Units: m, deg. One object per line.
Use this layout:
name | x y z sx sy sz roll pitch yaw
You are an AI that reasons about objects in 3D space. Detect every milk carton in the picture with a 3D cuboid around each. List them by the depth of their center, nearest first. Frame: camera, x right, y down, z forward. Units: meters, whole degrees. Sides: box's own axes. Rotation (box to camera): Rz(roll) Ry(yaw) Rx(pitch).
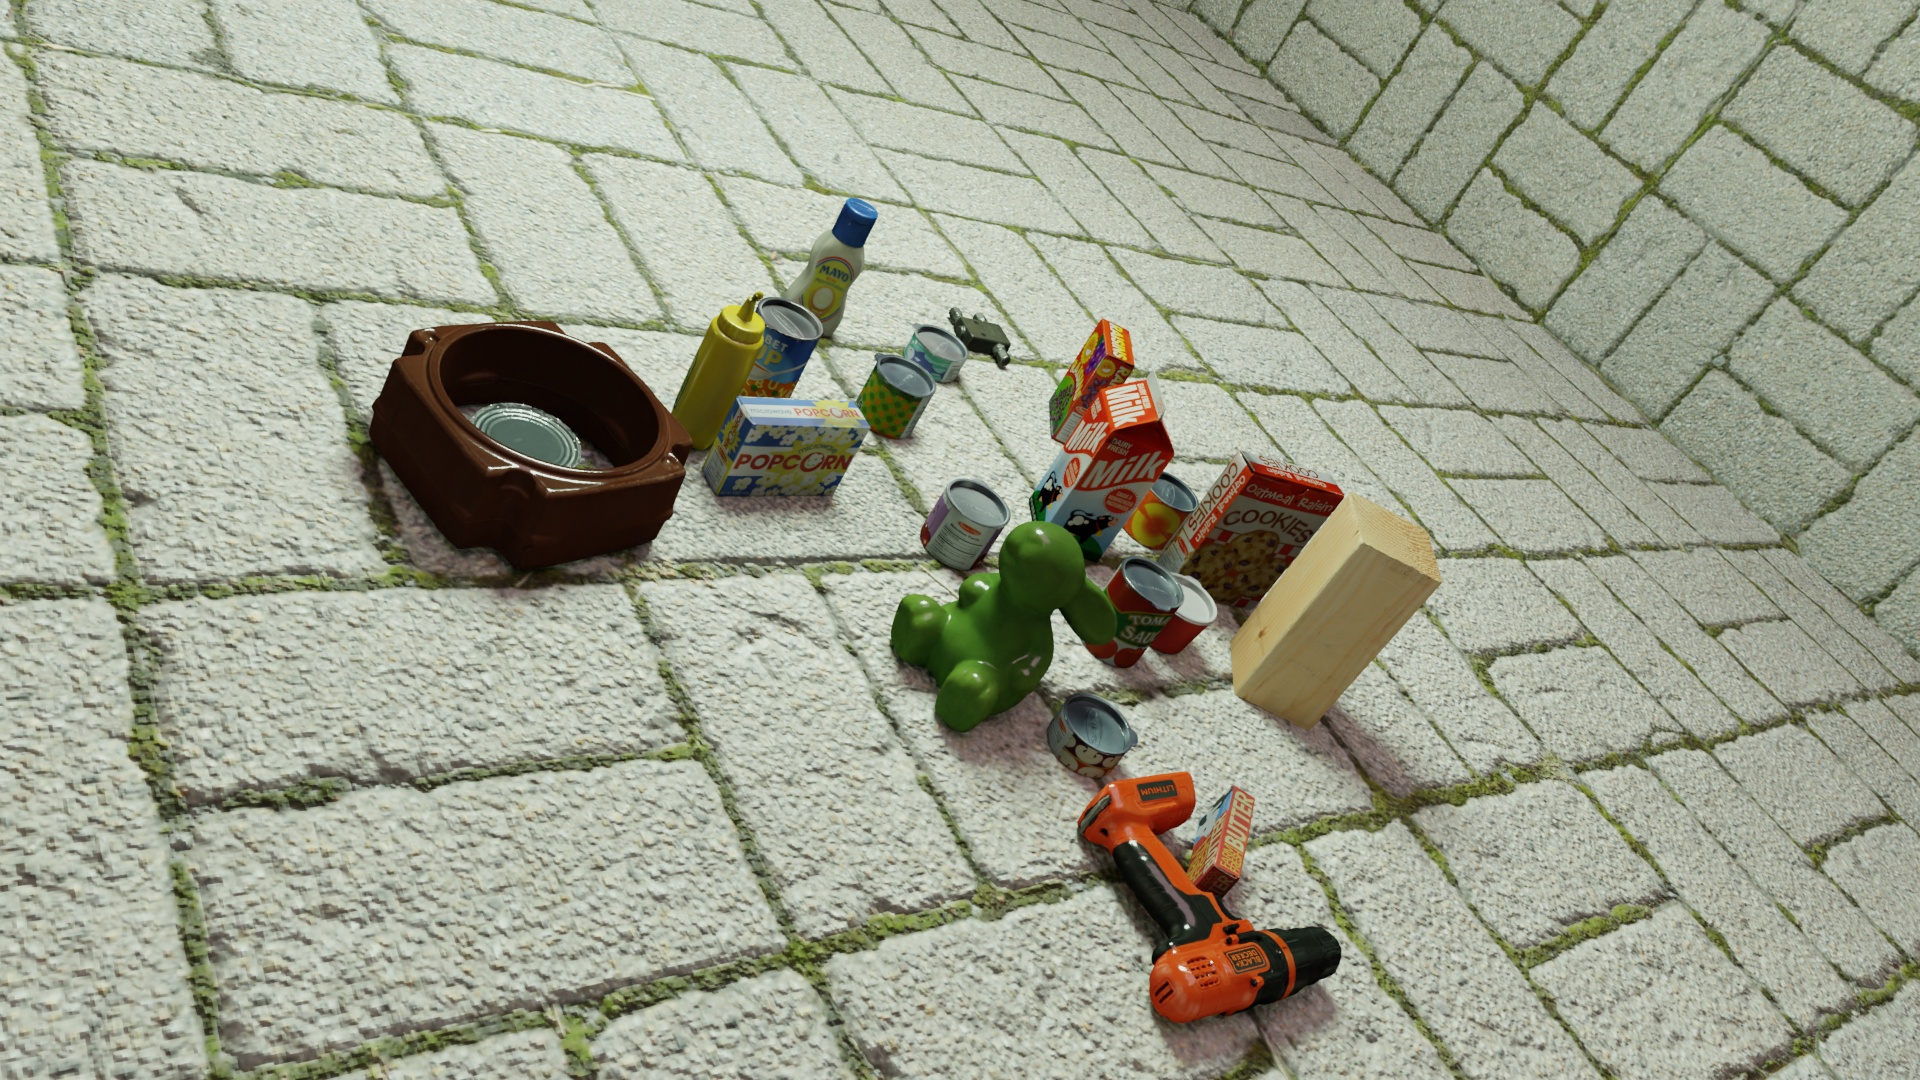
milk carton | 0.145 -0.076 1.357 0.073 0.189 0.073 19 35 -20

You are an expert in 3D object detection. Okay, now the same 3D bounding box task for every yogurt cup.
yogurt cup | 0.204 0.072 1.334 0.072 0.053 0.073 22 34 -15

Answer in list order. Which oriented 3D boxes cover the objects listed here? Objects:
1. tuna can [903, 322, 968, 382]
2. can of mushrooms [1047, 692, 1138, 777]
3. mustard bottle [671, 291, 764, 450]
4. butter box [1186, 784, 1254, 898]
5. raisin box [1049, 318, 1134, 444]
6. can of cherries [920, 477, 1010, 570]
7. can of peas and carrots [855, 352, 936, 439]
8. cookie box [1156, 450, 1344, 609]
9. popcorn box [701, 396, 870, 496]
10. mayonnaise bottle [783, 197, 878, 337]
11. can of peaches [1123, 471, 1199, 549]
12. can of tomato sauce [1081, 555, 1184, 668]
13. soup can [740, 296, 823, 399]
tuna can | -0.029 -0.208 1.533 0.071 0.032 0.071 22 34 -15
can of mushrooms | 0.109 0.163 1.154 0.071 0.033 0.071 22 34 -15
mustard bottle | -0.205 -0.154 1.198 0.049 0.159 0.066 24 33 -12
butter box | 0.205 0.246 1.105 0.024 0.053 0.104 32 32 1
raisin box | 0.146 -0.174 1.550 0.040 0.122 0.086 23 33 -14
can of cherries | 0.005 -0.016 1.283 0.071 0.058 0.072 22 34 -15
can of peas and carrots | -0.068 -0.145 1.394 0.071 0.058 0.071 22 34 -15
cookie box | 0.290 -0.007 1.407 0.123 0.166 0.040 11 38 -29
popcorn box | -0.152 -0.081 1.215 0.127 0.084 0.038 -2 46 -42
mayonnaise bottle | -0.132 -0.284 1.444 0.065 0.147 0.041 19 35 -20
can of peaches | 0.208 -0.034 1.475 0.071 0.057 0.071 22 34 -15
can of tomato sauce | 0.156 0.068 1.274 0.071 0.082 0.071 22 34 -15
soup can | -0.179 -0.179 1.324 0.071 0.083 0.072 22 34 -15
